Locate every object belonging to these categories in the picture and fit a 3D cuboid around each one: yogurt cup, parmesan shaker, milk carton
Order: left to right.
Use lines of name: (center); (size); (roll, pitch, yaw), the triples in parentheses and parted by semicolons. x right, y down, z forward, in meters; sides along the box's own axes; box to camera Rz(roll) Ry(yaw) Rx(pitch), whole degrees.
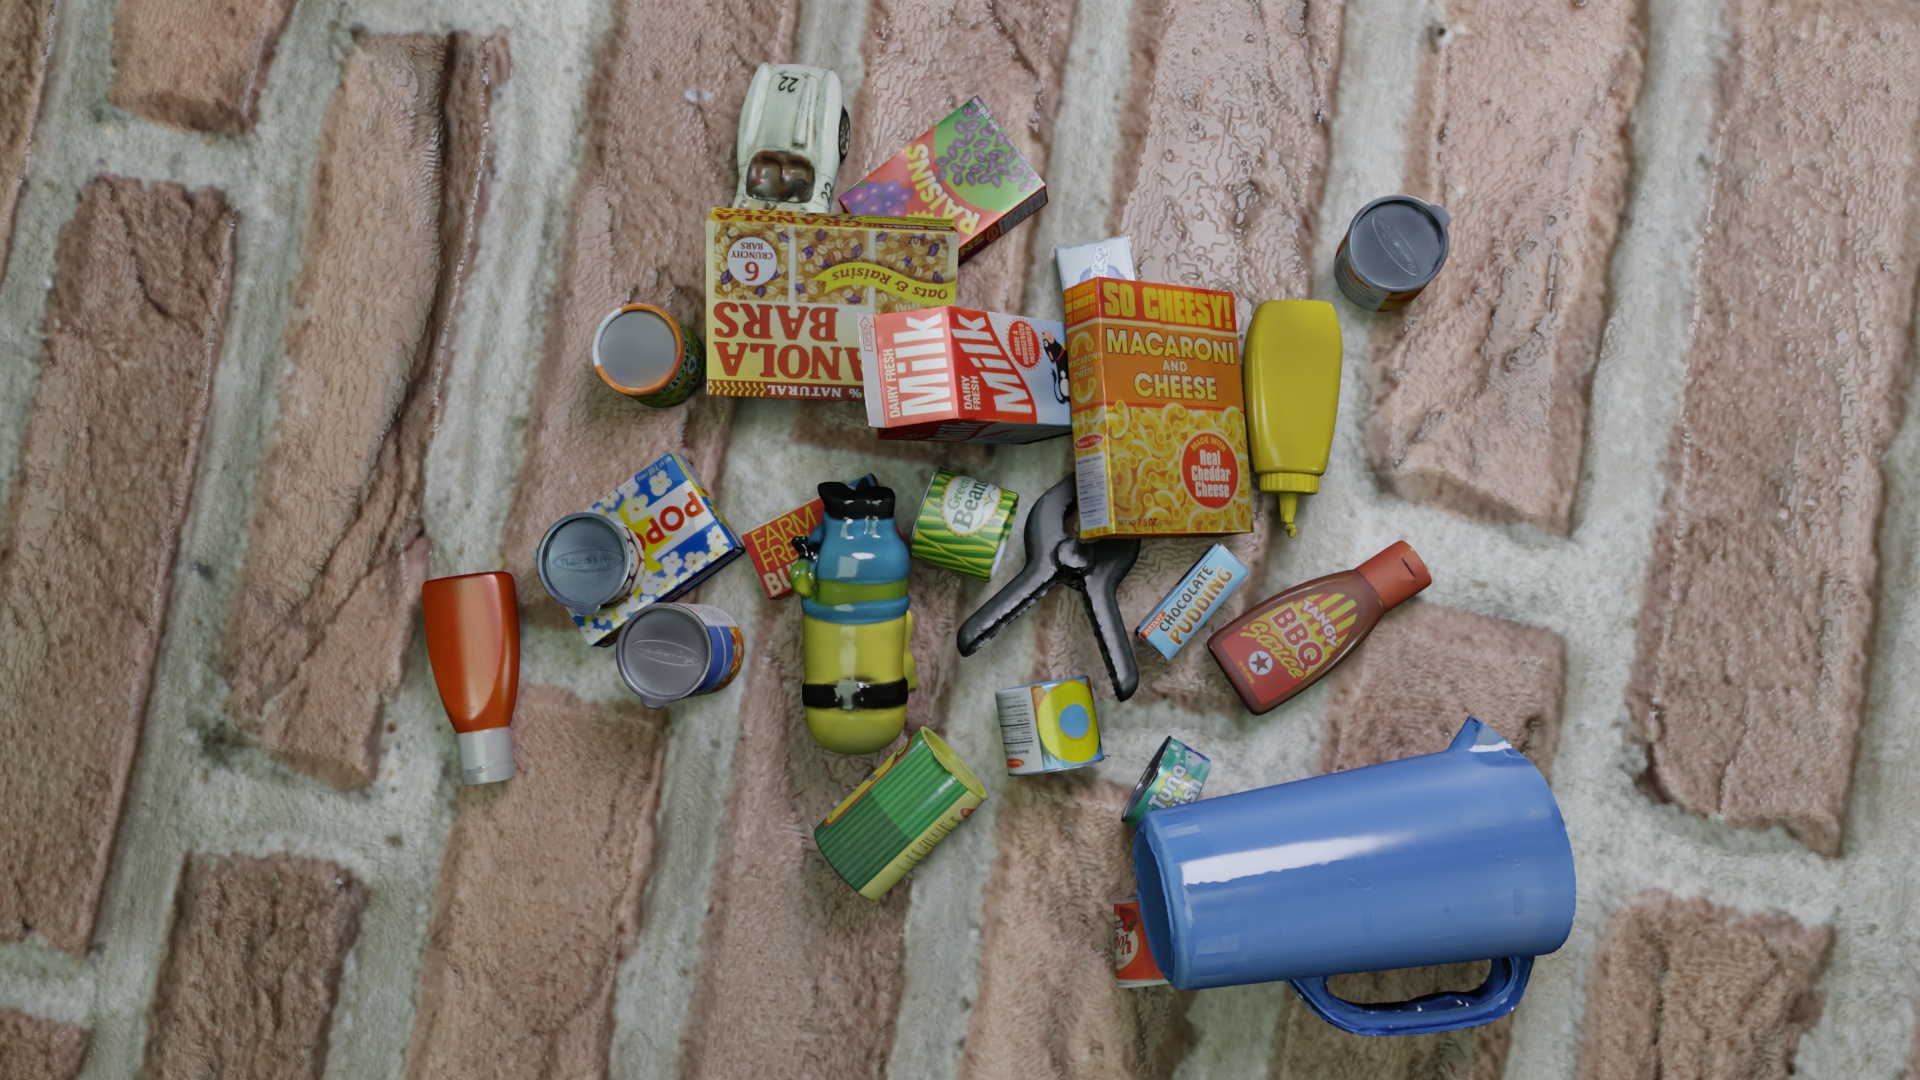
parmesan shaker: (-0.042, 0.184, 0.939); (0.103, 0.071, 0.071); (-43, 83, 2)
milk carton: (0.005, -0.104, 0.894); (0.073, 0.191, 0.072); (-10, 85, 42)
yogurt cup: (0.132, 0.263, 0.919); (0.072, 0.072, 0.054); (-9, 77, 5)

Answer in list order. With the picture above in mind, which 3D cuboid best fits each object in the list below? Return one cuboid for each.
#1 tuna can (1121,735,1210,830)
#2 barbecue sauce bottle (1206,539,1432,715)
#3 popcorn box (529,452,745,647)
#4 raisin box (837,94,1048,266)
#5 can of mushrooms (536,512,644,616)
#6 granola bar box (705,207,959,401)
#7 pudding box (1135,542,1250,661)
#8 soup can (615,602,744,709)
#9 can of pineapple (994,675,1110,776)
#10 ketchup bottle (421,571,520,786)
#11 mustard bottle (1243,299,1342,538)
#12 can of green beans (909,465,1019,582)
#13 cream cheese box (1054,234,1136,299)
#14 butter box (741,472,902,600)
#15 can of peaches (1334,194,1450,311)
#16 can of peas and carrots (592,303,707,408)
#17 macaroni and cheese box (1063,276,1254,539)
tuna can: (0.137, 0.166, 0.922); (0.033, 0.071, 0.071); (30, 90, 6)
barbecue sauce bottle: (0.243, 0.054, 0.933); (0.148, 0.043, 0.065); (-33, 82, 2)
popcorn box: (-0.229, 0.007, 0.989); (0.126, 0.038, 0.085); (-34, 83, 3)
raisin box: (-0.012, -0.242, 0.985); (0.123, 0.040, 0.086); (-36, 84, 1)
can of mushrooms: (-0.253, 0.017, 0.954); (0.071, 0.033, 0.071); (0, 85, 6)
granola bar box: (-0.088, -0.158, 0.945); (0.166, 0.039, 0.123); (2, 117, -5)
pudding box: (0.156, 0.041, 0.940); (0.030, 0.049, 0.083); (42, 91, 6)
soup can: (-0.192, 0.079, 0.957); (0.071, 0.084, 0.071); (0, 86, 7)
can of pineapple: (0.061, 0.124, 0.936); (0.071, 0.071, 0.058); (-10, 85, 5)
ketchup bottle: (-0.345, 0.098, 0.992); (0.065, 0.043, 0.149); (-8, 85, 6)
mustard bottle: (0.223, -0.081, 0.943); (0.065, 0.049, 0.160); (3, 86, 4)
can of green beans: (0.003, -0.010, 0.952); (0.058, 0.071, 0.071); (18, 88, 7)
cream cheese box: (0.101, -0.159, 0.974); (0.053, 0.024, 0.104); (-11, 85, 6)
butter box: (-0.098, -0.002, 0.983); (0.103, 0.024, 0.053); (-26, 83, 3)
can of peaches: (0.292, -0.194, 0.939); (0.071, 0.058, 0.071); (-1, 85, 6)
can of peas and carrots: (-0.219, -0.130, 0.989); (0.071, 0.058, 0.071); (0, 86, 6)
macaroni and cheese box: (0.131, -0.085, 0.925); (0.124, 0.040, 0.166); (0, 83, -33)
